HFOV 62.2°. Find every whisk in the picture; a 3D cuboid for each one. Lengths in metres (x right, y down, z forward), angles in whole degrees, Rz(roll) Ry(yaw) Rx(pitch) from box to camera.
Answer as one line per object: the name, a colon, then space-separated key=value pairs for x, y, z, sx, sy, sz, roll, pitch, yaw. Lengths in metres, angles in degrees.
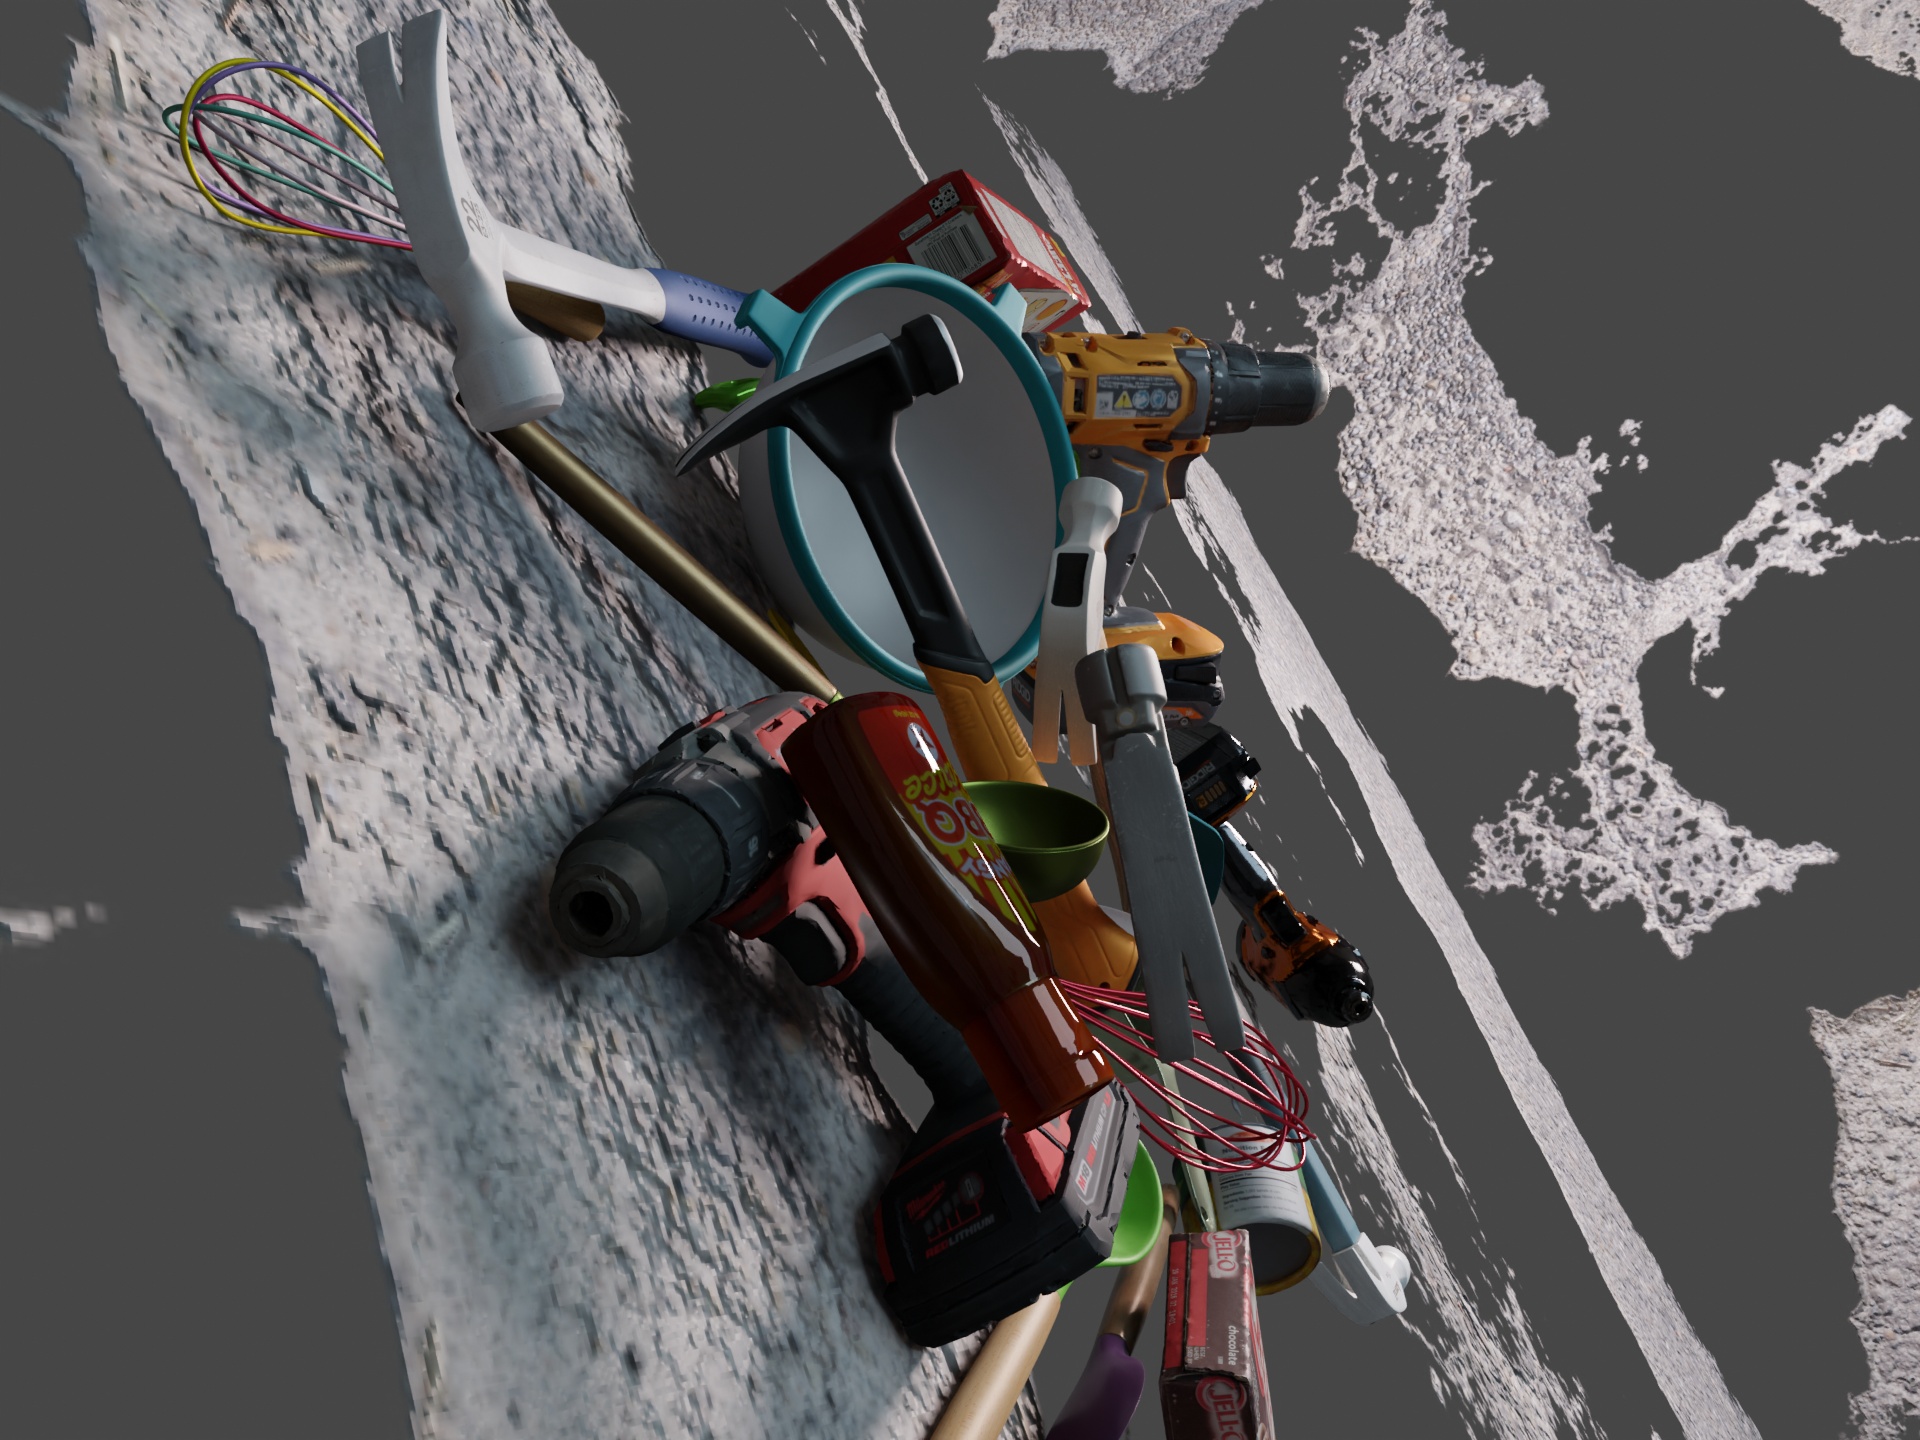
whisk: x=-0.212 y=-0.189 z=0.623 sx=0.245 sy=0.051 sz=0.047 roll=11 pitch=71 yaw=-72
whisk: x=0.050 y=0.129 z=0.708 sx=0.295 sy=0.073 sz=0.073 roll=33 pitch=27 yaw=-23

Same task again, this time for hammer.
hammer: x=0.083 y=0.026 z=0.873 sx=0.331 sy=0.031 sz=0.130 roll=70 pitch=28 yaw=-53
hammer: x=0.096 y=0.077 z=0.728 sx=0.359 sy=0.036 sz=0.149 roll=52 pitch=26 yaw=-76
hammer: x=0.189 y=0.225 z=1.013 sx=0.331 sy=0.033 sz=0.128 roll=62 pitch=17 yaw=12
hammer: x=-0.001 y=-0.002 z=0.718 sx=0.336 sy=0.127 sz=0.034 roll=65 pitch=-2 yaw=-21
hammer: x=-0.148 y=-0.202 z=0.729 sx=0.405 sy=0.035 sz=0.144 roll=-47 pitch=119 yaw=-78

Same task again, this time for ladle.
ladle: x=-0.067 y=-0.033 z=0.647 sx=0.320 sy=0.062 sz=0.078 roll=42 pitch=12 yaw=-15

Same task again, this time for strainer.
strainer: x=-0.027 y=-0.052 z=0.809 sx=0.211 sy=0.095 sz=0.340 roll=-18 pitch=99 yaw=-46

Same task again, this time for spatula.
spatula: x=0.088 y=-0.020 z=1.042 sx=0.082 sy=0.044 sz=0.318 roll=85 pitch=-14 yaw=-54
spatula: x=0.067 y=0.244 z=0.647 sx=0.018 sy=0.060 sz=0.316 roll=46 pitch=11 yaw=8

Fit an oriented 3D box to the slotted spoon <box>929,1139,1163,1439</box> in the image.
slotted spoon: x=0.021 y=0.223 z=0.584 sx=0.070 sy=0.031 sz=0.314 roll=45 pitch=19 yaw=7

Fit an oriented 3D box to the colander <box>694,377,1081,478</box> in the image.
colander: x=-0.013 y=-0.149 z=0.980 sx=0.397 sy=0.204 sz=0.094 roll=-8 pitch=102 yaw=-54

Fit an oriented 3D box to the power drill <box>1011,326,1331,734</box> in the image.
power drill: x=0.117 y=-0.112 z=0.923 sx=0.084 sy=0.185 sz=0.226 roll=-127 pitch=-144 yaw=-66

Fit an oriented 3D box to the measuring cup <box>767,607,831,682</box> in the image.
measuring cup: x=-0.059 y=0.012 z=0.728 sx=0.157 sy=0.029 sz=0.062 roll=56 pitch=11 yaw=27

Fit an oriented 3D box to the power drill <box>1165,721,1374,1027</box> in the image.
power drill: x=0.201 y=0.110 z=1.093 sx=0.226 sy=0.084 sz=0.164 roll=56 pitch=-3 yaw=-13

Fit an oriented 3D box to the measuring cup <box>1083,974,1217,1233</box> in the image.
measuring cup: x=0.090 y=0.188 z=0.806 sx=0.083 sy=0.038 sz=0.168 roll=37 pitch=30 yaw=-48

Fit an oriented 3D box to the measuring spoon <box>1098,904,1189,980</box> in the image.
measuring spoon: x=0.110 y=0.132 z=0.957 sx=0.124 sy=0.018 sz=0.034 roll=24 pitch=65 yaw=-35

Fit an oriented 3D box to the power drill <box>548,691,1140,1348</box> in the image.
power drill: x=-0.039 y=0.100 z=0.551 sx=0.226 sy=0.080 sz=0.188 roll=55 pitch=18 yaw=-3
